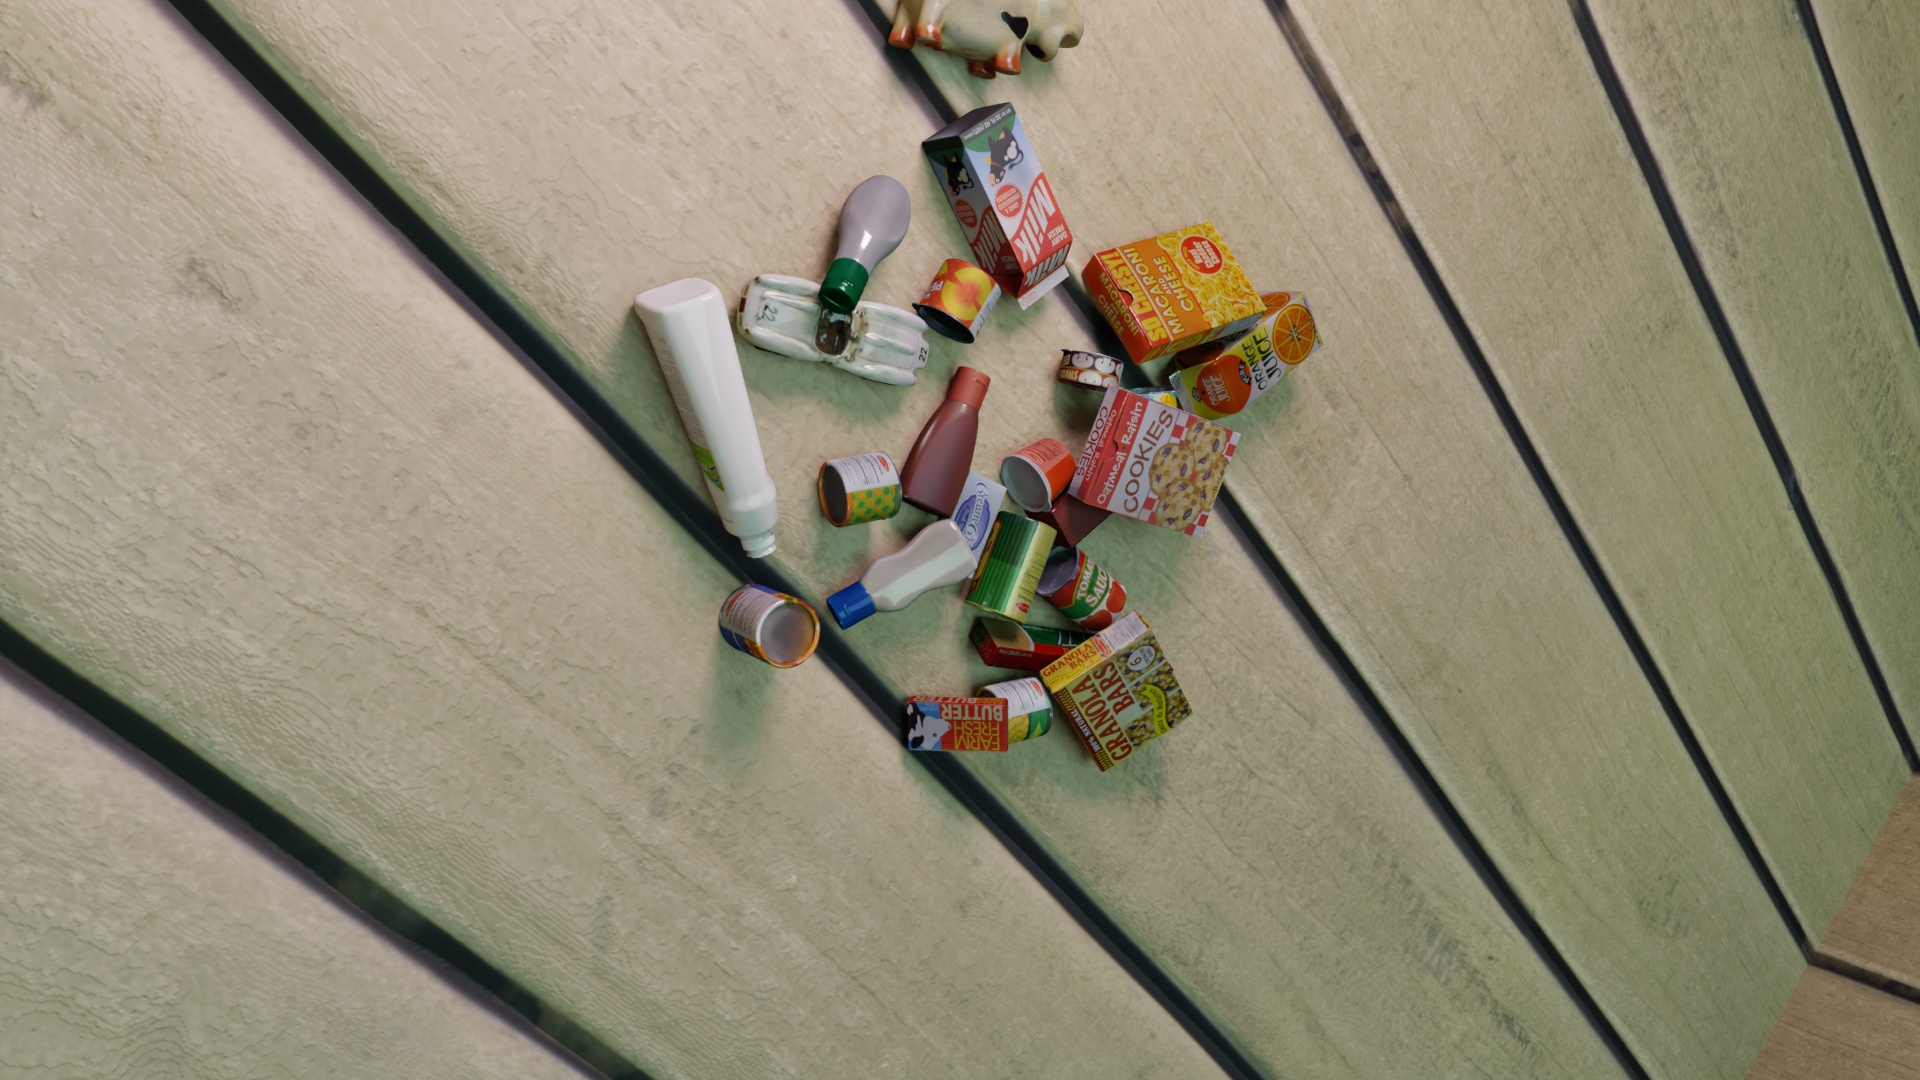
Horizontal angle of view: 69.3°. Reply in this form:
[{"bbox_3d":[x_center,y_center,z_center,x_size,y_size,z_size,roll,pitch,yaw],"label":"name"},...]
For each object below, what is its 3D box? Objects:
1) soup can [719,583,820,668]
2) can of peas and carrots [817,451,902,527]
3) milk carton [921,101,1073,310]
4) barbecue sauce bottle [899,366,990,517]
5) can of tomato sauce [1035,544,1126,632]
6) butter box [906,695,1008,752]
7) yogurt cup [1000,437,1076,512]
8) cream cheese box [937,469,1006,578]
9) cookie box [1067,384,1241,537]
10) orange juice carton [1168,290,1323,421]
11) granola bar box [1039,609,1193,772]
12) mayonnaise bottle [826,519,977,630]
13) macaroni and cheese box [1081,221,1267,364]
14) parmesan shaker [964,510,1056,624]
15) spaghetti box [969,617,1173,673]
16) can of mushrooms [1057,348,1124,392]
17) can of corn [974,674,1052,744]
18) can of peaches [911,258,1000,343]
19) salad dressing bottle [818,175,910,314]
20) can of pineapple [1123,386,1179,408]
[{"bbox_3d":[-0.175,0.081,1.294,0.071,0.084,0.071,-6,100,-32],"label":"soup can"},{"bbox_3d":[-0.098,-0.047,1.336,0.059,0.071,0.070,-12,103,-30],"label":"can of peas and carrots"},{"bbox_3d":[0.046,-0.329,1.381,0.072,0.073,0.190,-39,116,-22],"label":"milk carton"},{"bbox_3d":[-0.012,-0.101,1.395,0.065,0.043,0.148,25,83,-32],"label":"barbecue sauce bottle"},{"bbox_3d":[0.129,0.051,1.490,0.083,0.071,0.071,38,77,-31],"label":"can of tomato sauce"},{"bbox_3d":[-0.002,0.188,1.419,0.103,0.024,0.053,0,100,11],"label":"butter box"},{"bbox_3d":[0.083,-0.071,1.449,0.054,0.072,0.072,-36,115,-32],"label":"yogurt cup"},{"bbox_3d":[0.005,-0.018,1.429,0.053,0.024,0.104,24,84,-34],"label":"cream cheese box"},{"bbox_3d":[0.206,-0.081,1.463,0.167,0.040,0.122,15,99,-34],"label":"cookie box"},{"bbox_3d":[0.314,-0.205,1.569,0.193,0.073,0.071,-37,117,-22],"label":"orange juice carton"},{"bbox_3d":[0.172,0.166,1.502,0.124,0.039,0.165,-33,133,-1],"label":"granola bar box"},{"bbox_3d":[-0.060,0.037,1.371,0.148,0.041,0.064,-29,95,-12],"label":"mayonnaise bottle"},{"bbox_3d":[0.230,-0.269,1.492,0.167,0.040,0.124,-21,74,-29],"label":"macaroni and cheese box"},{"bbox_3d":[0.053,0.028,1.444,0.071,0.071,0.103,24,83,-33],"label":"parmesan shaker"},{"bbox_3d":[0.125,0.123,1.507,0.250,0.050,0.028,10,121,-33],"label":"spaghetti box"},{"bbox_3d":[0.135,-0.179,1.464,0.071,0.071,0.033,11,93,-33],"label":"can of mushrooms"},{"bbox_3d":[0.054,0.182,1.466,0.058,0.071,0.071,-10,102,-30],"label":"can of corn"},{"bbox_3d":[-0.003,-0.237,1.368,0.071,0.071,0.058,36,78,-31],"label":"can of peaches"},{"bbox_3d":[-0.091,-0.274,1.288,0.064,0.043,0.148,30,56,-16],"label":"salad dressing bottle"},{"bbox_3d":[0.204,-0.136,1.511,0.071,0.071,0.057,-10,103,-31],"label":"can of pineapple"}]
